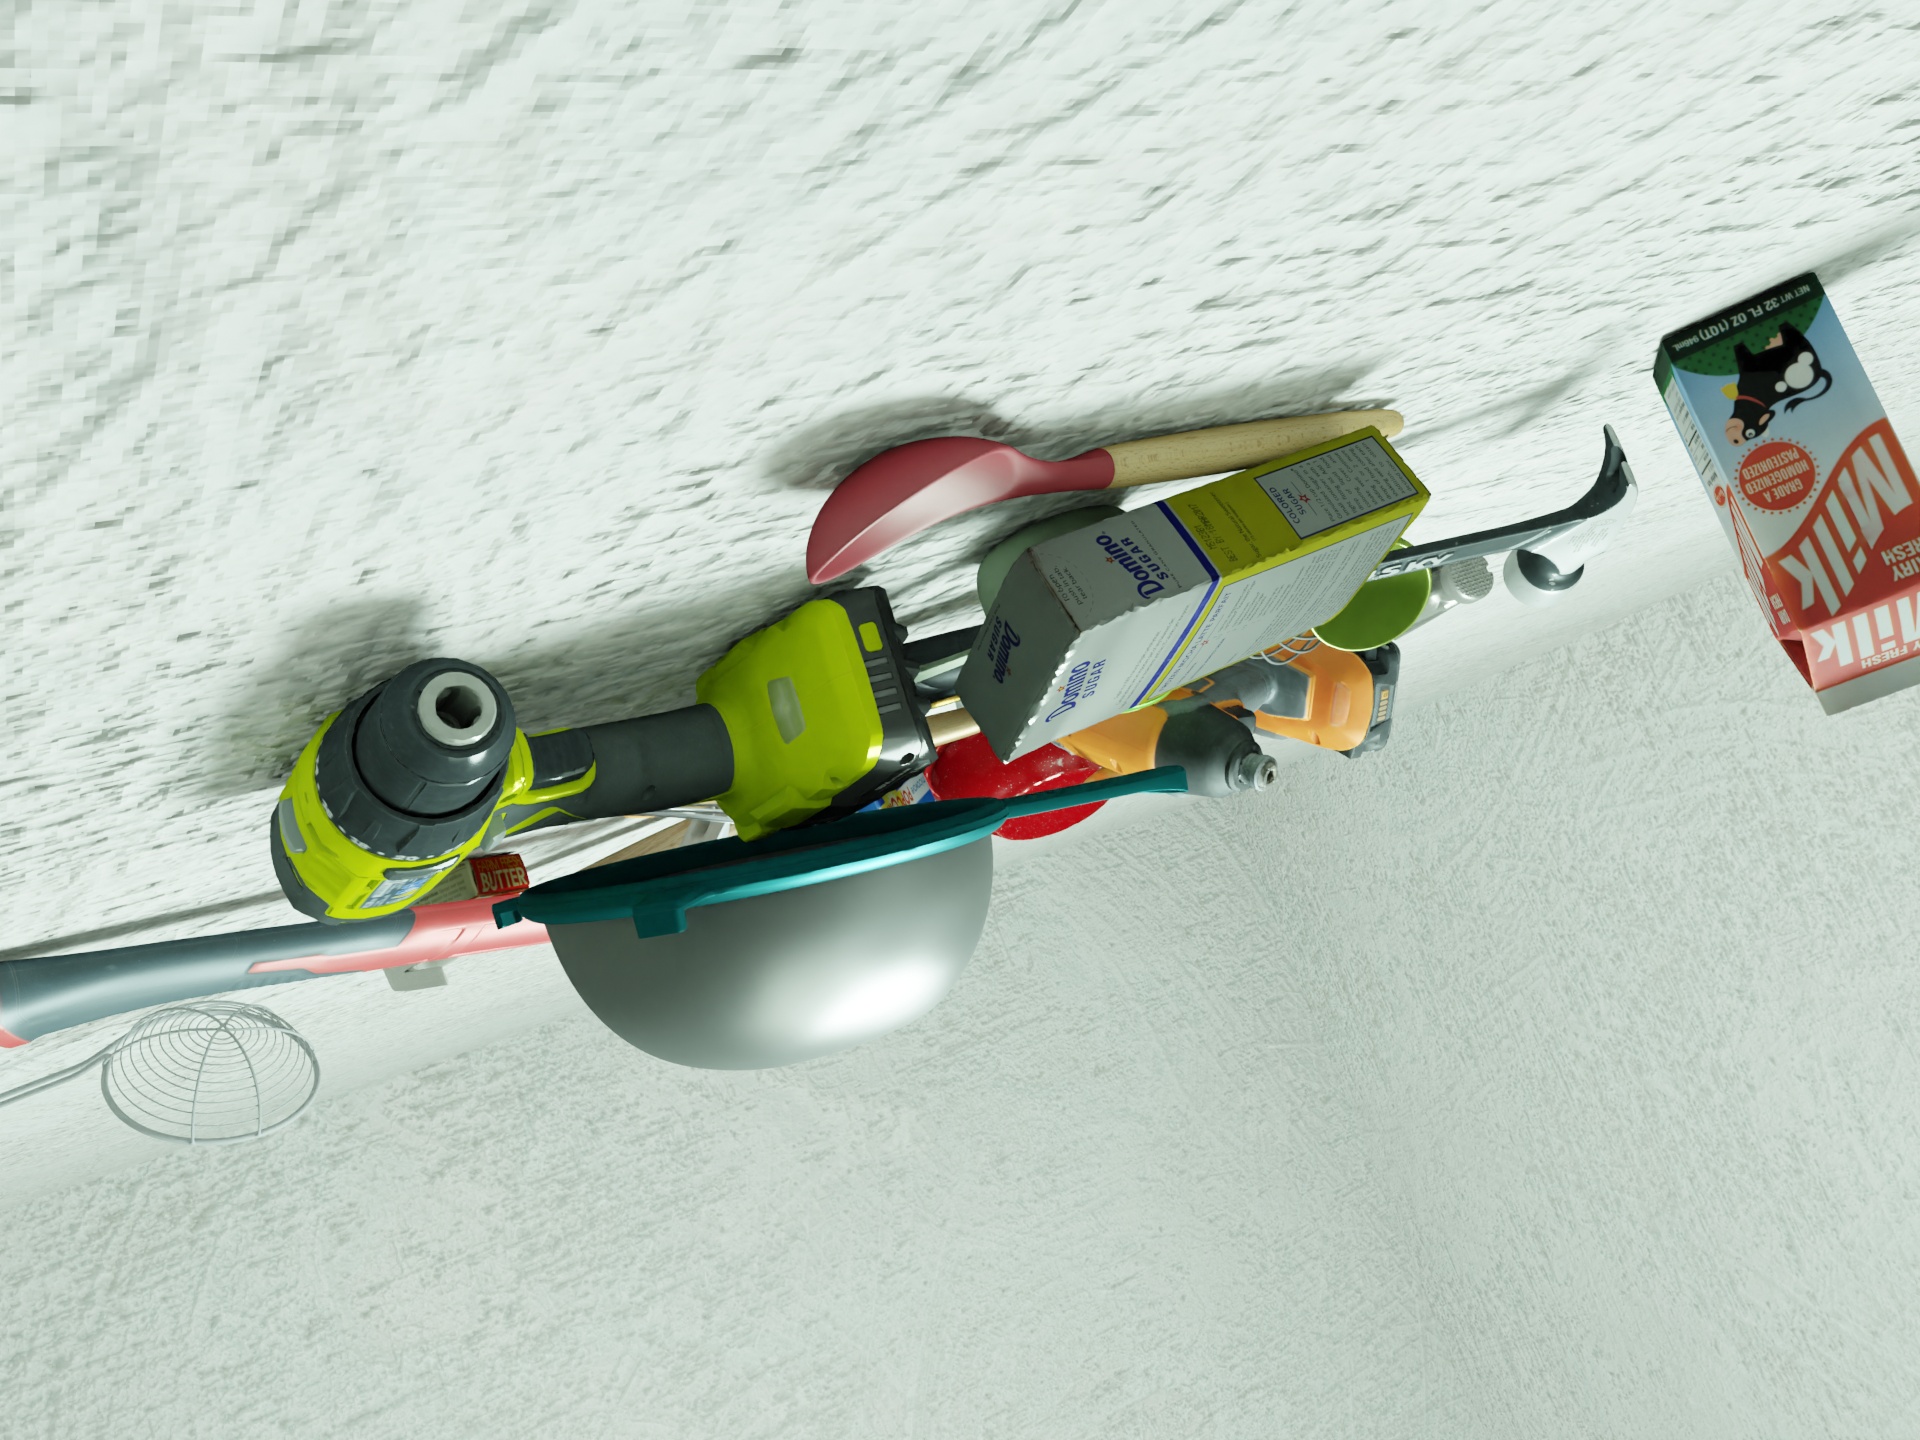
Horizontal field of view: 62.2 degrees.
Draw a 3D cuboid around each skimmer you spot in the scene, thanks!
[{"bbox_3d":[-0.601,0.269,1.046,0.363,0.090,0.127,-20,-157,11],"label":"skimmer"}]

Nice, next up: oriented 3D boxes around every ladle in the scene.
[{"bbox_3d":[0.185,-0.081,0.835,0.078,0.062,0.320,-41,162,20],"label":"ladle"},{"bbox_3d":[0.069,-0.093,0.573,0.315,0.031,0.069,-16,168,-40],"label":"ladle"}]

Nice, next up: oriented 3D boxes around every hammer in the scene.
[{"bbox_3d":[0.120,-0.056,0.747,0.409,0.036,0.149,-13,163,-5],"label":"hammer"},{"bbox_3d":[-0.297,0.104,0.833,0.386,0.038,0.143,-3,133,-46],"label":"hammer"},{"bbox_3d":[0.195,-0.038,1.205,0.410,0.038,0.146,-18,173,-14],"label":"hammer"},{"bbox_3d":[-0.219,0.096,1.021,0.331,0.031,0.130,-24,-175,4],"label":"hammer"}]

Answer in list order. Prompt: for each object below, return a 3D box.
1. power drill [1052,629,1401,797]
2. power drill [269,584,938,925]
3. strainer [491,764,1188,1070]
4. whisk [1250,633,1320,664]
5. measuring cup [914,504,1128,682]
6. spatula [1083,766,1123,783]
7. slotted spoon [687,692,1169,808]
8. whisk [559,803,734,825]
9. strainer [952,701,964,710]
[{"bbox_3d":[0.185,-0.006,1.023,0.226,0.084,0.164,-14,-154,-39],"label":"power drill"},{"bbox_3d":[-0.128,0.010,0.590,0.228,0.080,0.190,-12,169,-33],"label":"power drill"},{"bbox_3d":[-0.023,0.088,0.719,0.340,0.095,0.211,-9,180,-33],"label":"strainer"},{"bbox_3d":[0.251,-0.079,1.047,0.239,0.055,0.055,-17,172,-47],"label":"whisk"},{"bbox_3d":[0.004,-0.046,0.681,0.167,0.038,0.083,-22,172,20],"label":"measuring cup"},{"bbox_3d":[0.156,0.020,1.132,0.081,0.041,0.322,-36,174,28],"label":"spatula"},{"bbox_3d":[-0.016,0.007,0.884,0.313,0.031,0.070,-15,159,-4],"label":"slotted spoon"},{"bbox_3d":[-0.154,0.035,0.762,0.284,0.070,0.070,-8,165,-39],"label":"whisk"},{"bbox_3d":[-0.002,-0.003,0.946,0.258,0.050,0.086,-22,158,-14],"label":"strainer"}]
